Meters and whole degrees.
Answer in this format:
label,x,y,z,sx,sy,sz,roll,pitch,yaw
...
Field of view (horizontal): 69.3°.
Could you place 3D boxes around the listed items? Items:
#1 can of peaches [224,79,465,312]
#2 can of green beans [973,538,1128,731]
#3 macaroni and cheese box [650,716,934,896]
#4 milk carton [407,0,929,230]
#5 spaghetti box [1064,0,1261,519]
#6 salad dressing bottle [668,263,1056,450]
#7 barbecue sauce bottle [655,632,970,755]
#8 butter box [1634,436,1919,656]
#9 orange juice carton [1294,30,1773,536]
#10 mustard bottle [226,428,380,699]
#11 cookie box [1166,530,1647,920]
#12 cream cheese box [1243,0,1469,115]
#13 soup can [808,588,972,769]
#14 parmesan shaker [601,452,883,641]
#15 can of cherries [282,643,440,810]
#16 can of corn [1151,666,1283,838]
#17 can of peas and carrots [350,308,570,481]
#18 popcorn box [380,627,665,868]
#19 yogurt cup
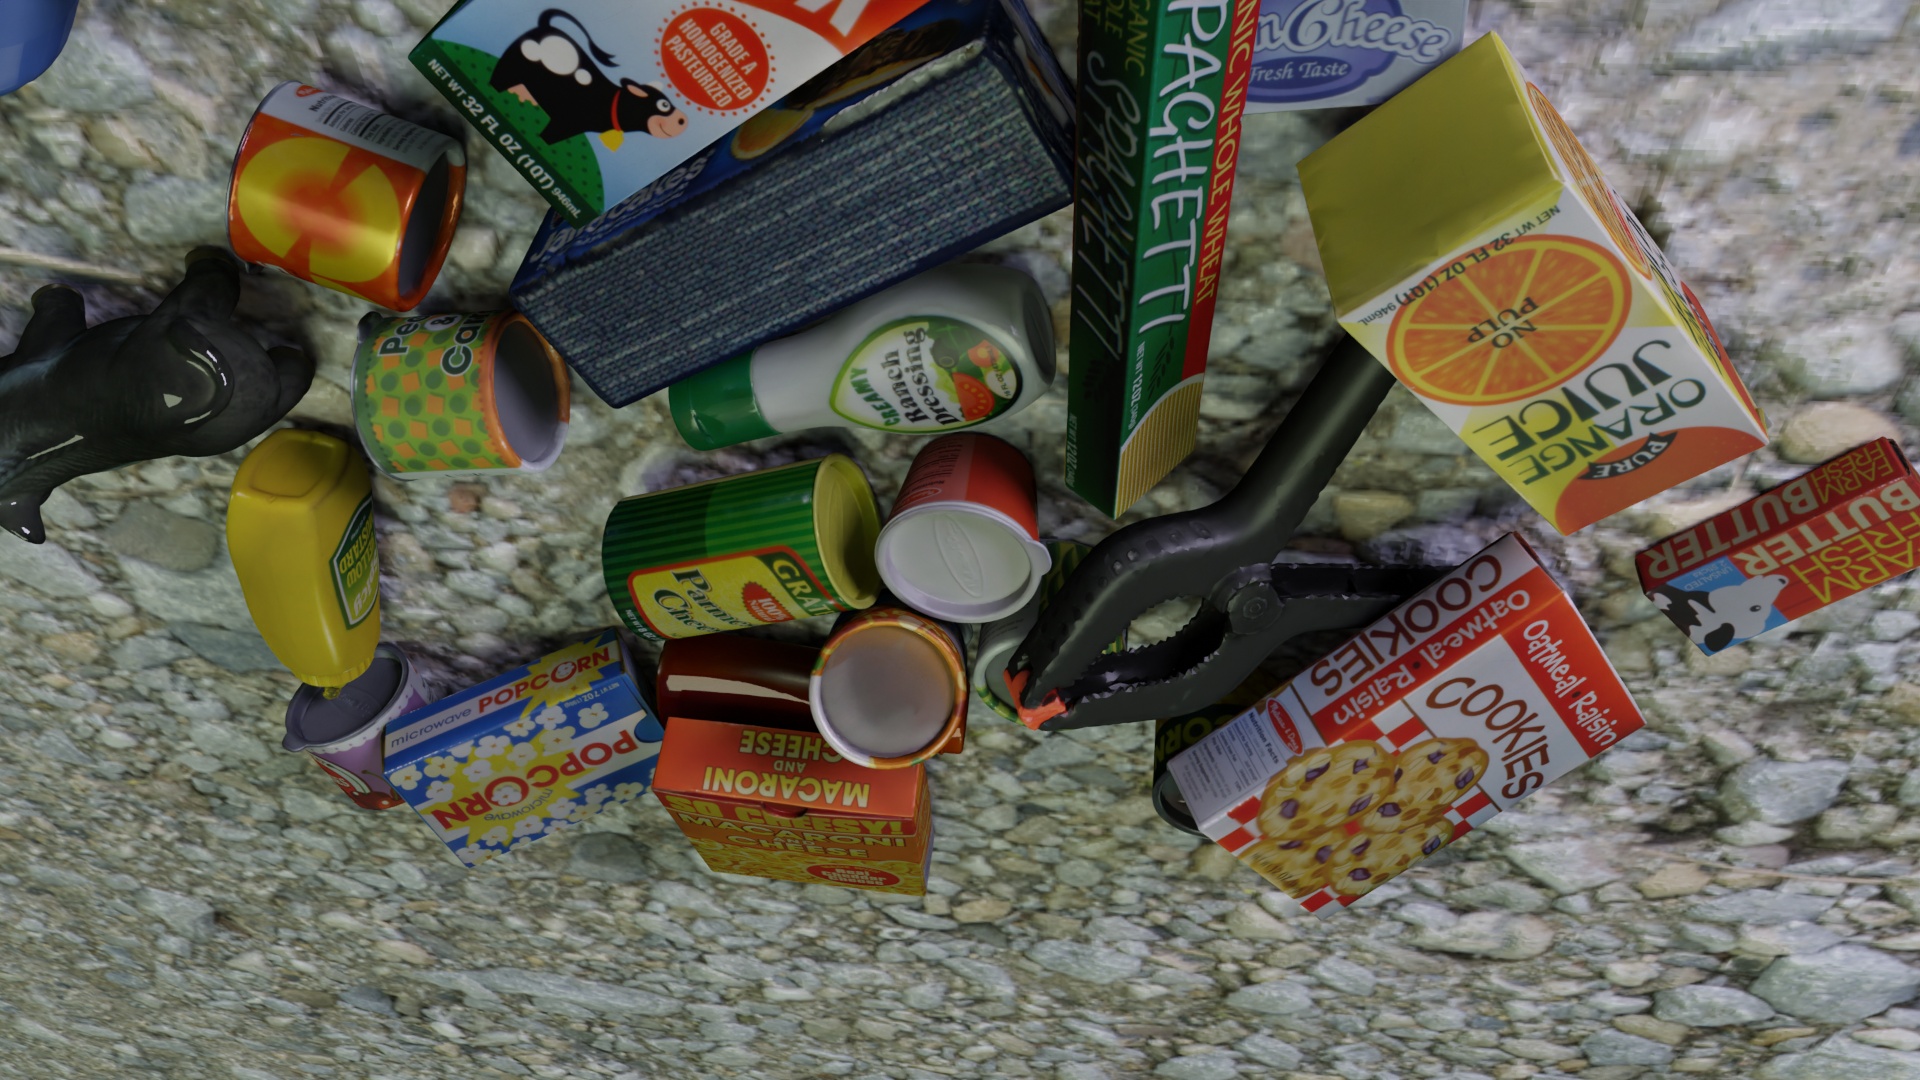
label,x,y,z,sx,sy,sz,roll,pitch,yaw
can of peaches,-0.216,-0.119,0.492,0.058,0.071,0.071,18,135,-9
can of green beans,0.041,0.042,0.615,0.071,0.058,0.071,5,135,5
macaroni and cheese box,-0.078,0.141,0.710,0.124,0.040,0.165,6,154,4
milk carton,-0.062,-0.176,0.404,0.190,0.074,0.072,-22,127,28
spaghetti box,0.060,-0.098,0.443,0.029,0.050,0.248,38,155,25
salad dressing bottle,-0.039,-0.065,0.532,0.147,0.044,0.064,-10,132,19
barbecue sauce bottle,-0.071,0.078,0.680,0.149,0.044,0.064,7,142,2
butter box,0.331,0.004,0.551,0.053,0.024,0.103,36,130,-24
orange juice carton,0.198,-0.067,0.457,0.071,0.073,0.192,-31,134,33
mustard bottle,-0.299,0.022,0.648,0.049,0.066,0.159,11,135,-3
cookie box,0.189,0.083,0.582,0.167,0.040,0.122,-37,133,14
cream cheese box,0.101,-0.160,0.427,0.104,0.024,0.053,-1,134,11
soup can,-0.028,0.057,0.609,0.071,0.084,0.071,0,95,0
parmesan shaker,-0.091,0.006,0.597,0.103,0.072,0.071,-11,132,20
can of cherries,-0.306,0.099,0.722,0.071,0.072,0.058,-5,134,15
can of corn,0.123,0.097,0.655,0.071,0.058,0.070,5,135,5
can of peas and carrots,-0.196,-0.060,0.549,0.059,0.071,0.070,-2,134,11
popcorn box,-0.213,0.106,0.703,0.127,0.038,0.084,-23,131,-3
yogurt cup,0.002,-0.007,0.575,0.072,0.054,0.072,5,135,5
